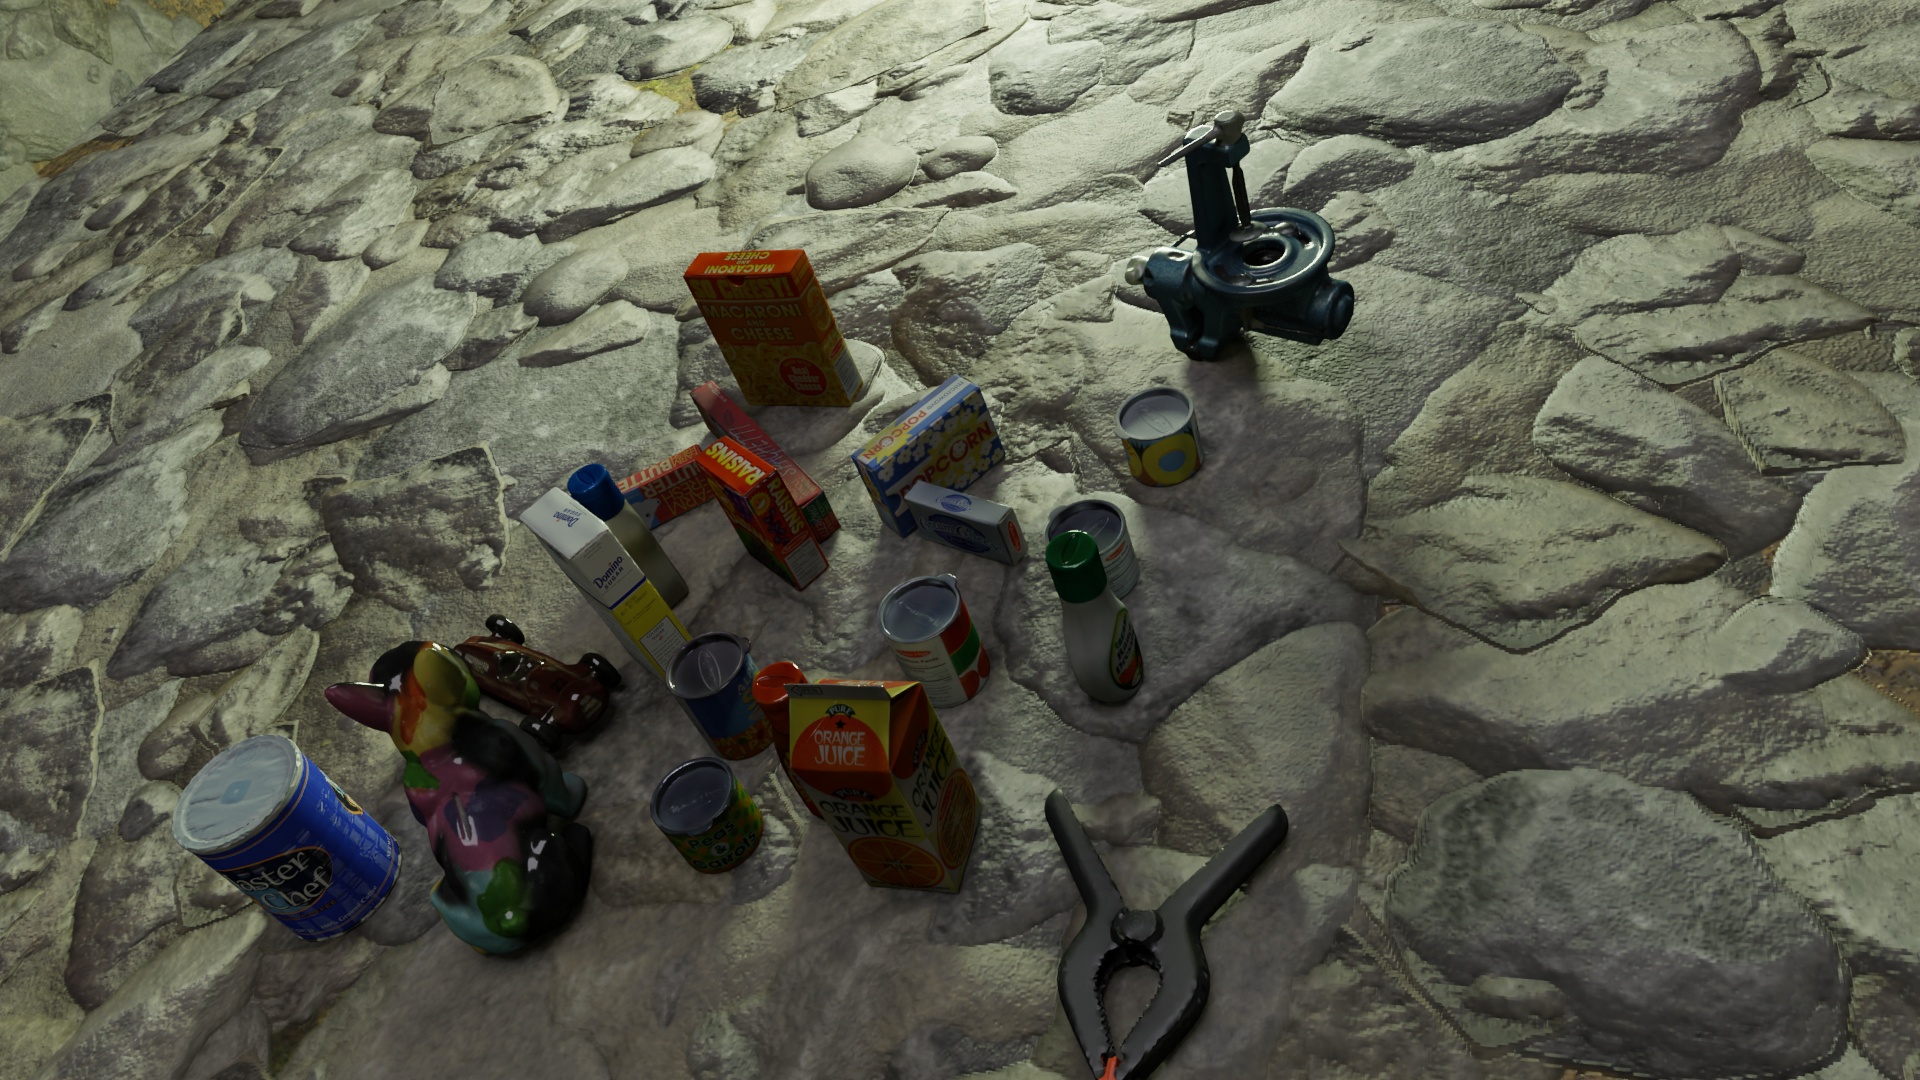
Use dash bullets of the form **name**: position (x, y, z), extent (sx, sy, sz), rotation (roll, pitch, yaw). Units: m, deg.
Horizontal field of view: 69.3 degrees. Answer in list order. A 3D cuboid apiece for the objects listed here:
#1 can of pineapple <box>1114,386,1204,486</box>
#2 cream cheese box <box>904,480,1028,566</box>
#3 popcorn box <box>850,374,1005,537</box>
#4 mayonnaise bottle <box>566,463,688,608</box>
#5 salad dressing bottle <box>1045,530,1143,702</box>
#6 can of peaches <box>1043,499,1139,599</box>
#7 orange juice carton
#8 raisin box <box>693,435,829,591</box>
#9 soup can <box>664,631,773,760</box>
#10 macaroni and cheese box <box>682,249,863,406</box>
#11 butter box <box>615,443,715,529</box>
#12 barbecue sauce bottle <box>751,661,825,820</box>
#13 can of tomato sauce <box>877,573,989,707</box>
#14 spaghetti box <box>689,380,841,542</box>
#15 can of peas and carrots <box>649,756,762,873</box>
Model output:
- **can of pineapple**: position (0.167, -0.087, 1.174), extent (0.071, 0.057, 0.071), rotation (-12, 44, 12)
- **cream cheese box**: position (0.004, -0.015, 1.174), extent (0.104, 0.053, 0.024), rotation (18, 56, 35)
- **popcorn box**: position (-0.027, -0.075, 1.224), extent (0.127, 0.085, 0.038), rotation (-40, 45, -17)
- **mayonnaise bottle**: position (-0.293, -0.003, 1.217), extent (0.041, 0.147, 0.065), rotation (-42, 46, -20)
- **salad dressing bottle**: position (0.095, 0.055, 0.996), extent (0.044, 0.147, 0.064), rotation (5, 49, 27)
- **can of peaches**: position (0.103, 0.009, 1.105), extent (0.071, 0.057, 0.071), rotation (-12, 44, 12)
- **orange juice carton**: position (-0.052, 0.154, 0.926), extent (0.072, 0.191, 0.073), rotation (-1, 47, 22)
- **raisin box**: position (-0.172, -0.023, 1.205), extent (0.040, 0.122, 0.086), rotation (-40, 45, -18)
- **soup can**: position (-0.182, 0.122, 1.093), extent (0.071, 0.083, 0.072), rotation (-12, 44, 12)
- **macaroni and cheese box**: position (-0.181, -0.205, 1.359), extent (0.123, 0.165, 0.040), rotation (3, 49, 26)
- **butter box**: position (-0.284, -0.047, 1.326), extent (0.103, 0.053, 0.024), rotation (-27, 43, -5)
- **barbecue sauce bottle**: position (-0.104, 0.145, 0.989), extent (0.065, 0.148, 0.044), rotation (-2, 47, 21)
- **can of tomato sauce**: position (-0.018, 0.077, 1.069), extent (0.071, 0.082, 0.071), rotation (-12, 44, 12)
- **spaghetti box**: position (-0.189, -0.079, 1.321), extent (0.029, 0.050, 0.251), rotation (-35, 44, -13)
- **can of peas and carrots**: position (-0.186, 0.206, 1.029), extent (0.071, 0.058, 0.071), rotation (-12, 44, 12)
